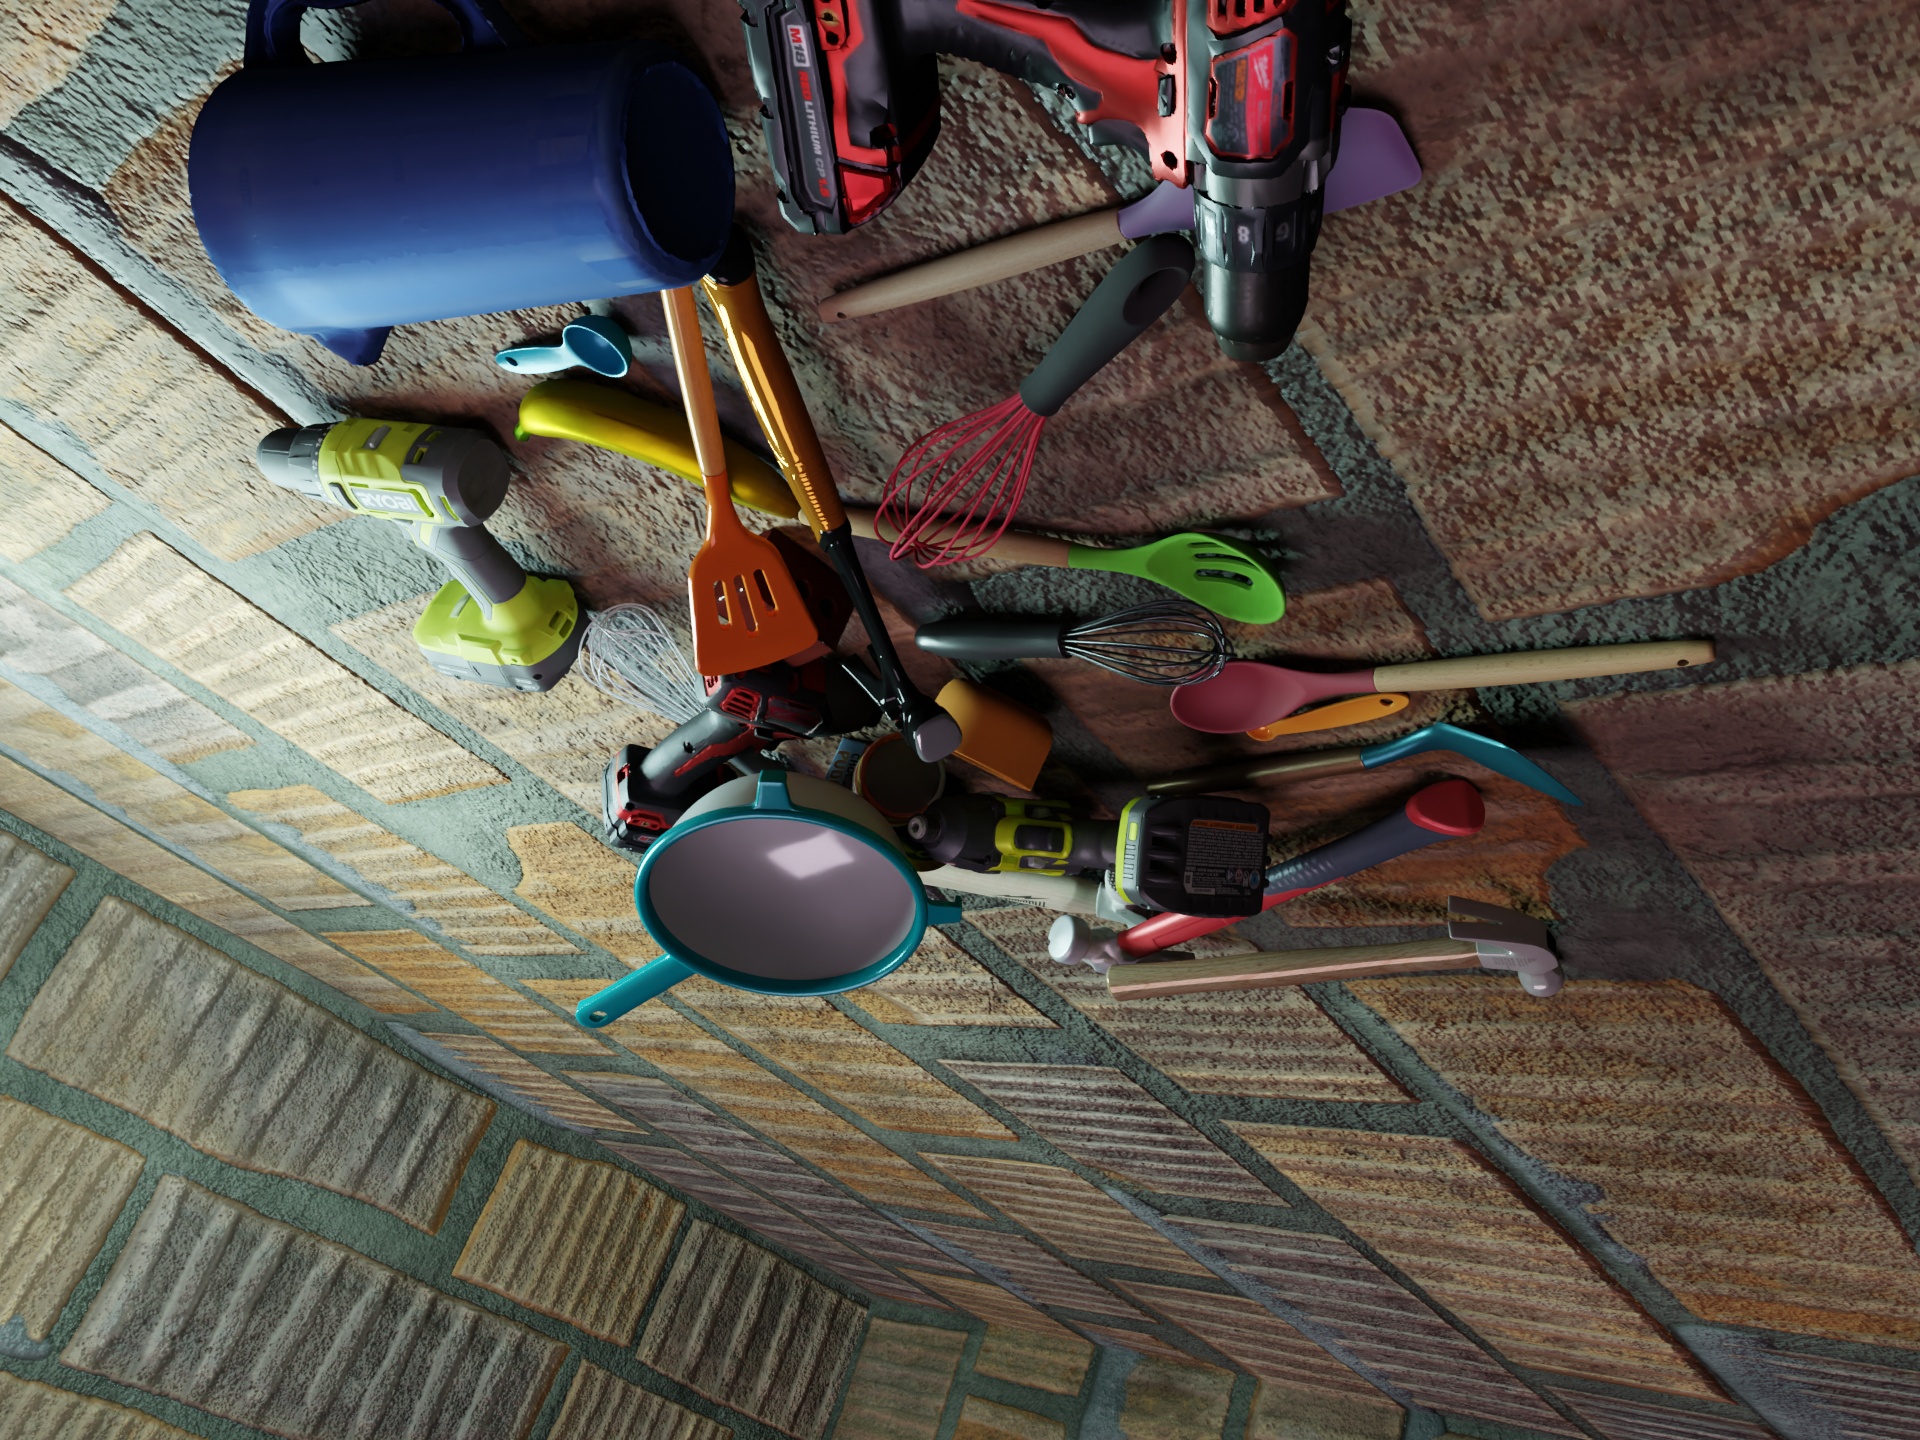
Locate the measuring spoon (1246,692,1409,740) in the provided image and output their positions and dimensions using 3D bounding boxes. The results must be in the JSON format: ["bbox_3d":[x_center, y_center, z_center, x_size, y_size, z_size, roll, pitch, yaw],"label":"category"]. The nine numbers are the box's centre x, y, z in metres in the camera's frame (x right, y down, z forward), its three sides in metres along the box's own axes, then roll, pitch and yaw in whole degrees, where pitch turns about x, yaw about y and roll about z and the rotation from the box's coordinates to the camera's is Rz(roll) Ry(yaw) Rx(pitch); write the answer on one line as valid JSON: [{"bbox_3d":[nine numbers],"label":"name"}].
[{"bbox_3d":[0.230,-0.005,1.000,0.117,0.011,0.021,-15,134,43],"label":"measuring spoon"}]

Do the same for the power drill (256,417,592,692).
[{"bbox_3d":[-0.382,-0.126,1.146,0.190,0.080,0.228,9,146,23],"label":"power drill"}]

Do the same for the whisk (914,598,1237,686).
[{"bbox_3d":[0.064,-0.049,0.999,0.239,0.055,0.055,4,147,38],"label":"whisk"}]

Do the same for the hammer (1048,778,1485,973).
[{"bbox_3d":[0.232,0.127,1.160,0.143,0.038,0.386,18,150,-28],"label":"hammer"}]

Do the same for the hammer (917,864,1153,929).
[{"bbox_3d":[-0.040,0.128,1.352,0.410,0.038,0.146,10,151,12],"label":"hammer"}]

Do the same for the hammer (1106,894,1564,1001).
[{"bbox_3d":[0.267,0.181,1.182,0.331,0.031,0.129,-9,147,23],"label":"hammer"}]

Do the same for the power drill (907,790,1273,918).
[{"bbox_3d":[0.087,0.086,1.109,0.223,0.080,0.171,2,176,44],"label":"power drill"}]

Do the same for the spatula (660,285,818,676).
[{"bbox_3d":[-0.142,-0.158,0.906,0.081,0.041,0.322,-17,138,-12],"label":"spatula"}]

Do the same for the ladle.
[{"bbox_3d":[0.266,-0.026,0.919,0.315,0.031,0.069,-5,144,37],"label":"ladle"}]

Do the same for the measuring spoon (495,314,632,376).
[{"bbox_3d":[-0.236,-0.223,0.944,0.129,0.021,0.042,7,150,43],"label":"measuring spoon"}]

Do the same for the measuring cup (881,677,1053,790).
[{"bbox_3d":[-0.002,-0.004,1.130,0.095,0.052,0.174,29,178,-35],"label":"measuring cup"}]

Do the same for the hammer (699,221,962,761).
[{"bbox_3d":[-0.082,-0.128,0.912,0.127,0.034,0.336,48,164,50],"label":"hammer"}]

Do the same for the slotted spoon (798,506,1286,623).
[{"bbox_3d":[0.042,-0.103,0.940,0.314,0.031,0.070,11,150,23],"label":"slotted spoon"}]

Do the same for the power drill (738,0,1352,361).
[{"bbox_3d":[0.040,-0.236,0.638,0.227,0.080,0.187,9,138,17],"label":"power drill"}]

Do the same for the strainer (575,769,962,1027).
[{"bbox_3d":[-0.173,0.134,1.199,0.340,0.095,0.210,-32,125,31],"label":"strainer"}]

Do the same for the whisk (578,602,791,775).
[{"bbox_3d":[-0.202,-0.002,1.262,0.070,0.070,0.284,2,151,33],"label":"whisk"}]

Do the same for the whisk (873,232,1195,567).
[{"bbox_3d":[0.032,-0.156,0.816,0.073,0.073,0.295,30,148,-14],"label":"whisk"}]

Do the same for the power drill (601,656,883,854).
[{"bbox_3d":[-0.165,0.021,1.192,0.143,0.079,0.219,16,137,-34],"label":"power drill"}]

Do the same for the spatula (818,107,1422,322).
[{"bbox_3d":[0.053,-0.224,0.731,0.316,0.018,0.059,-5,151,38],"label":"spatula"}]

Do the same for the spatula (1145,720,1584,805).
[{"bbox_3d":[0.238,0.036,1.026,0.082,0.044,0.317,30,153,-34],"label":"spatula"}]
